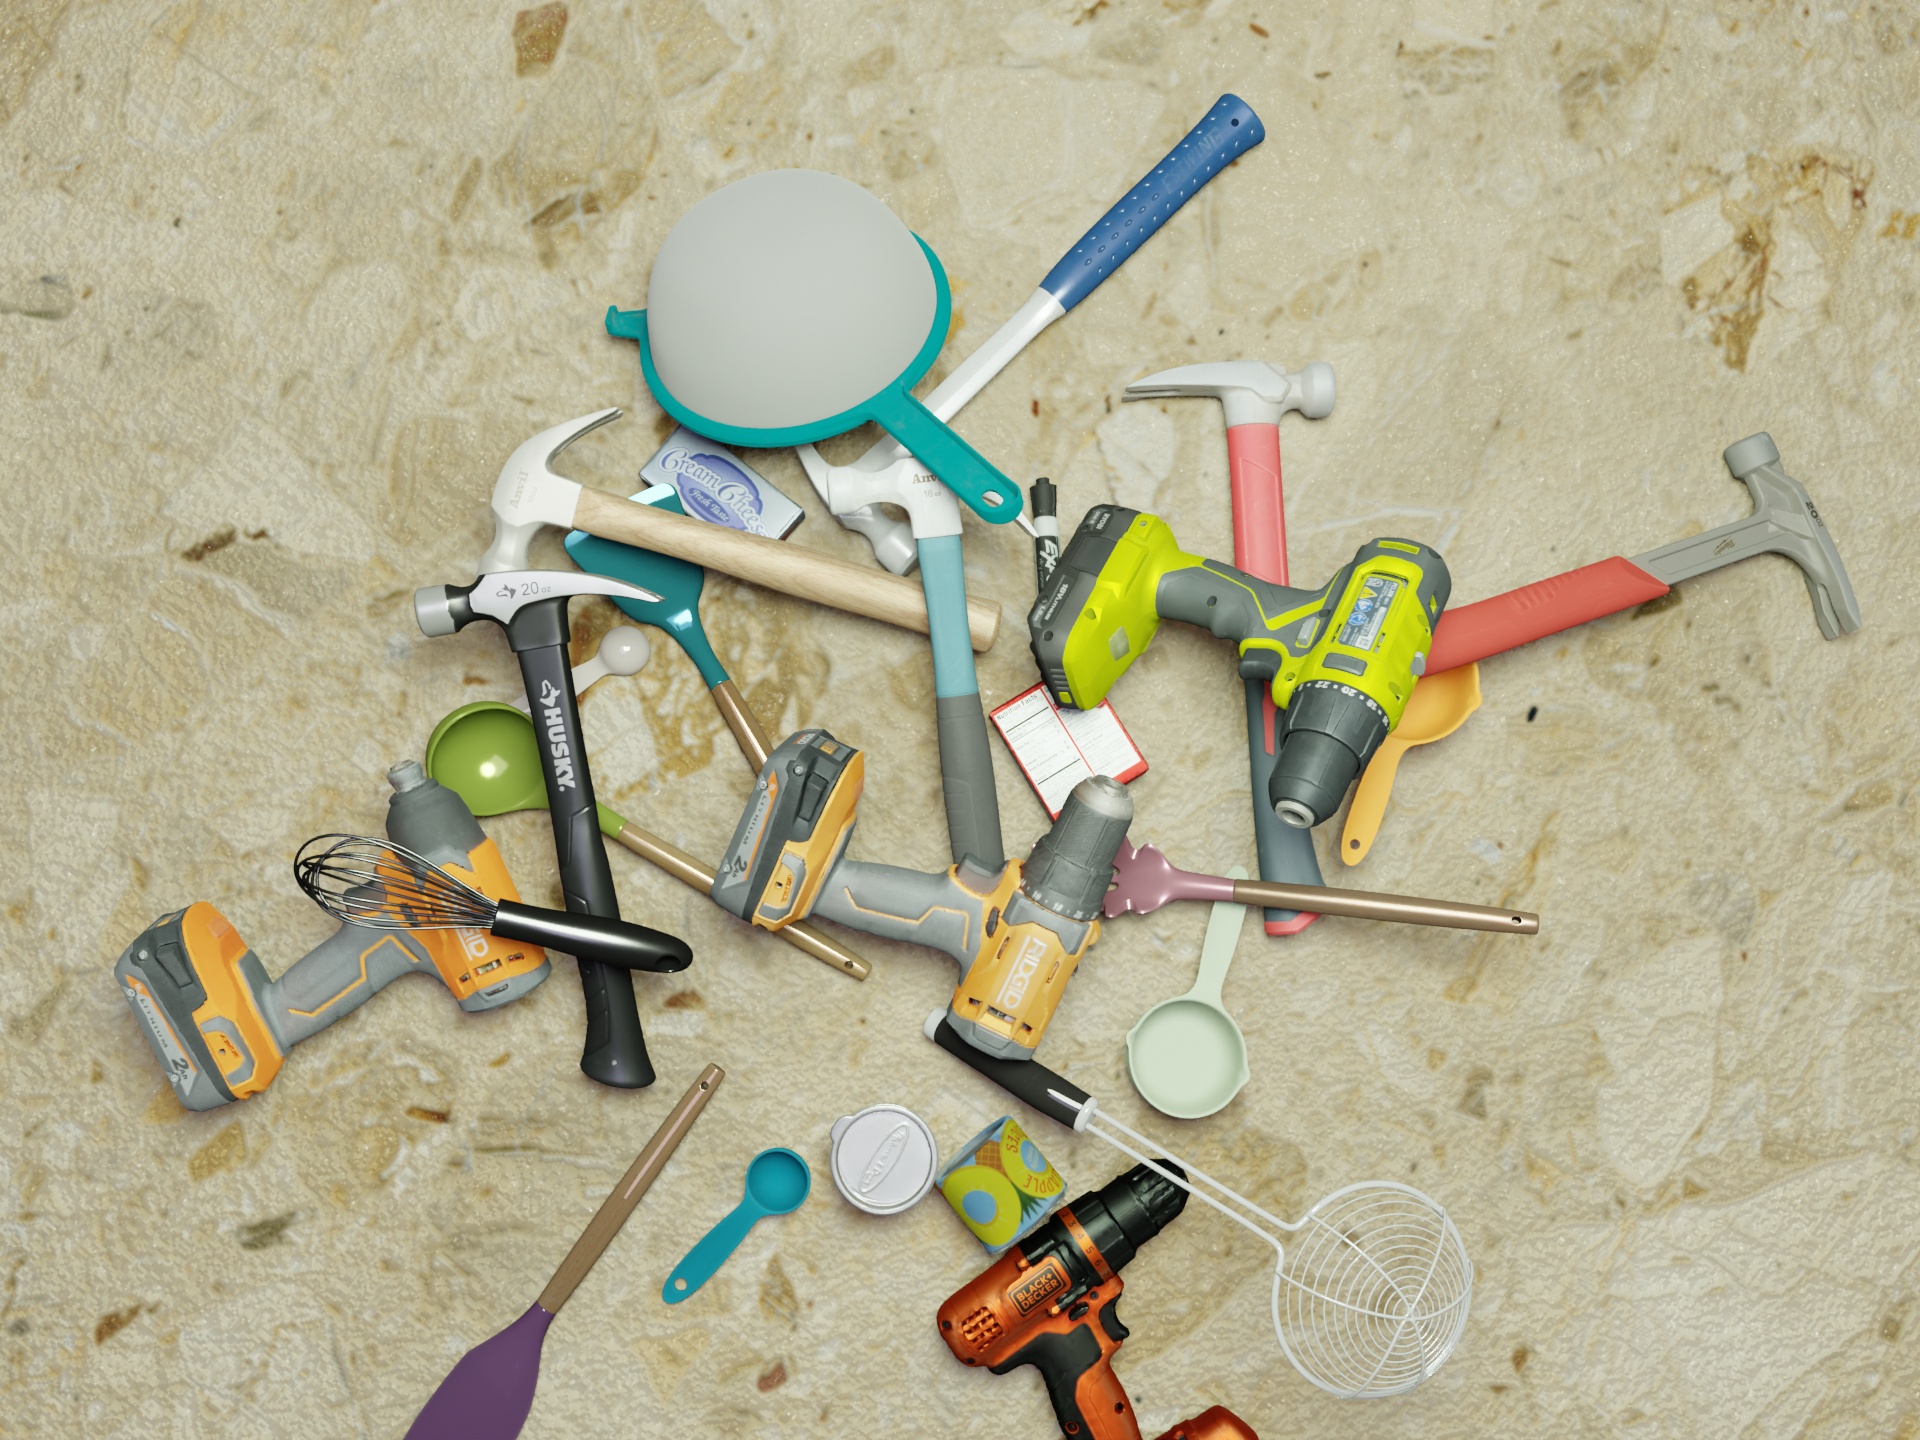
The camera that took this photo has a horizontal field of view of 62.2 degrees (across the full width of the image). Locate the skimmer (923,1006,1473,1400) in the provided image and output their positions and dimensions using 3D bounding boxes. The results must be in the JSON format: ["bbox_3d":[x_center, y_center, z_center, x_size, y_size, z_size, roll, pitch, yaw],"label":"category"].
[{"bbox_3d":[0.136,0.279,0.983,0.363,0.090,0.127,27,82,27],"label":"skimmer"}]

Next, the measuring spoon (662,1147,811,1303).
[{"bbox_3d":[-0.145,0.325,1.024,0.042,0.021,0.128,43,93,3],"label":"measuring spoon"}]

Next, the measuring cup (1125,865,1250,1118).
[{"bbox_3d":[0.158,0.176,1.040,0.083,0.038,0.168,18,75,1],"label":"measuring cup"}]

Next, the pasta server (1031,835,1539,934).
[{"bbox_3d":[0.201,0.110,1.010,0.316,0.040,0.060,5,78,16],"label":"pasta server"}]

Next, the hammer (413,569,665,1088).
[{"bbox_3d":[-0.234,0.069,0.994,0.146,0.035,0.334,-10,97,-3],"label":"hammer"}]

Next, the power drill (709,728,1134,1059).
[{"bbox_3d":[-0.018,0.084,0.976,0.226,0.084,0.185,26,105,3],"label":"power drill"}]

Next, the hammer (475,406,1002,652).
[{"bbox_3d":[-0.133,-0.107,1.027,0.331,0.031,0.130,15,93,-8],"label":"hammer"}]

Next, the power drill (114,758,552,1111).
[{"bbox_3d":[-0.392,0.131,0.991,0.226,0.084,0.164,-22,102,-6],"label":"power drill"}]

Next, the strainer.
[{"bbox_3d":[-0.078,-0.245,0.988,0.211,0.095,0.341,-37,59,-12],"label":"strainer"}]

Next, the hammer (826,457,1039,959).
[{"bbox_3d":[-0.002,-0.003,1.020,0.128,0.033,0.331,-8,97,-3],"label":"hammer"}]

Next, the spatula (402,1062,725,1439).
[{"bbox_3d":[-0.246,0.353,1.013,0.060,0.018,0.316,35,84,2],"label":"spatula"}]

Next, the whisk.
[{"bbox_3d":[-0.275,0.114,0.951,0.239,0.055,0.055,16,82,-16],"label":"whisk"}]

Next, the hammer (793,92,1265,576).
[{"bbox_3d":[0.051,-0.286,1.093,0.144,0.035,0.405,45,84,4],"label":"hammer"}]

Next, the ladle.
[{"bbox_3d":[-0.199,0.087,1.031,0.320,0.062,0.078,30,96,0],"label":"ladle"}]

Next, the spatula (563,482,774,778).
[{"bbox_3d":[-0.148,-0.002,1.048,0.082,0.044,0.317,-30,86,-9],"label":"spatula"}]

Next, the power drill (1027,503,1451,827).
[{"bbox_3d":[0.161,-0.040,0.967,0.229,0.080,0.191,16,62,28],"label":"power drill"}]

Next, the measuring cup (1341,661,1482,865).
[{"bbox_3d":[0.279,0.014,1.054,0.095,0.052,0.173,20,85,1],"label":"measuring cup"}]

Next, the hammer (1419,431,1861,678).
[{"bbox_3d":[0.419,-0.076,1.042,0.359,0.036,0.149,-18,81,-16],"label":"hammer"}]

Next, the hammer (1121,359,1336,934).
[{"bbox_3d":[0.190,-0.050,1.066,0.143,0.038,0.386,-2,83,-1],"label":"hammer"}]

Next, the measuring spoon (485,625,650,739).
[{"bbox_3d":[-0.264,-0.024,1.060,0.124,0.018,0.034,-33,85,-4],"label":"measuring spoon"}]
